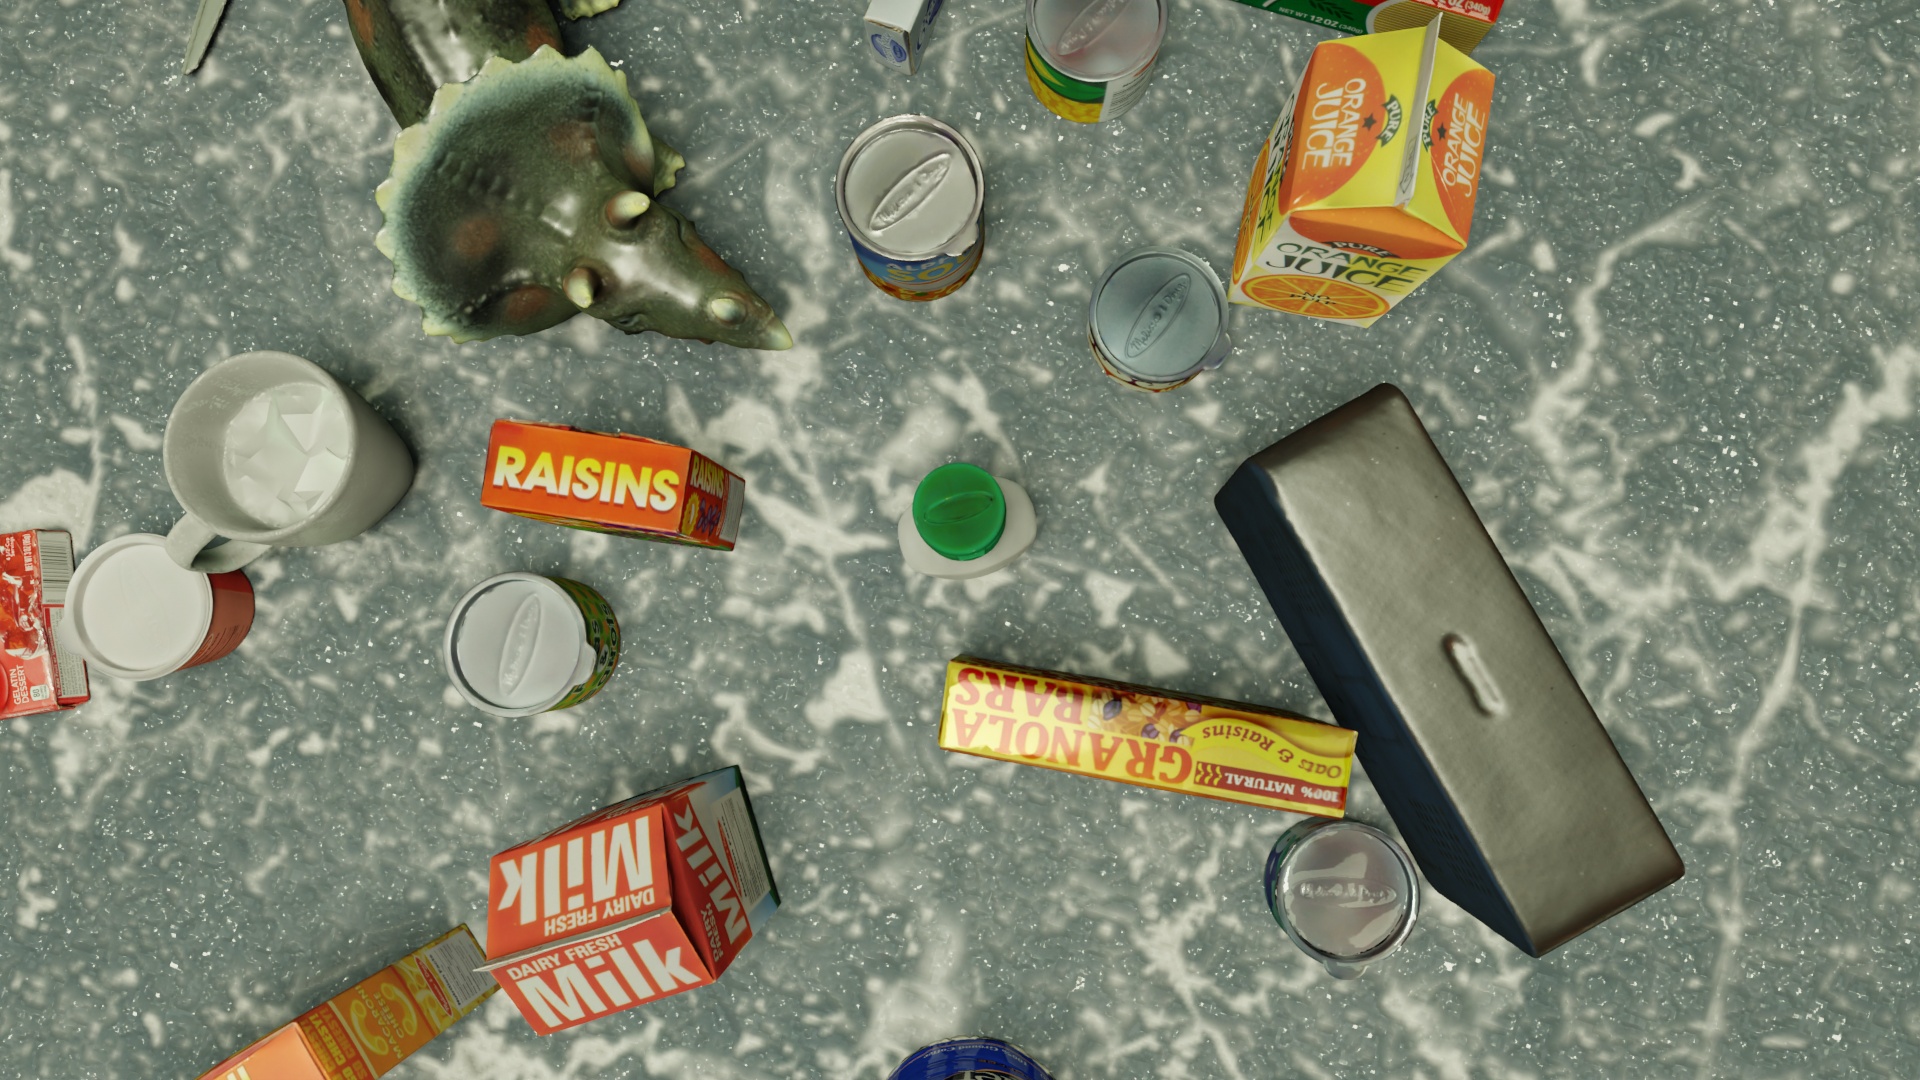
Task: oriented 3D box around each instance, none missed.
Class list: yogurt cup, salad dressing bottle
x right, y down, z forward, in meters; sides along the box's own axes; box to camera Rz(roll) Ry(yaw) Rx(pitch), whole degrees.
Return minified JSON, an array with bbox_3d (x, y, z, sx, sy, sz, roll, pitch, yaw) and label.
[{"bbox_3d":[-0.377,0.032,0.662,0.072,0.054,0.072,0,86,2],"label":"yogurt cup"},{"bbox_3d":[0.002,-0.008,0.608,0.064,0.147,0.044,-15,86,1],"label":"salad dressing bottle"}]

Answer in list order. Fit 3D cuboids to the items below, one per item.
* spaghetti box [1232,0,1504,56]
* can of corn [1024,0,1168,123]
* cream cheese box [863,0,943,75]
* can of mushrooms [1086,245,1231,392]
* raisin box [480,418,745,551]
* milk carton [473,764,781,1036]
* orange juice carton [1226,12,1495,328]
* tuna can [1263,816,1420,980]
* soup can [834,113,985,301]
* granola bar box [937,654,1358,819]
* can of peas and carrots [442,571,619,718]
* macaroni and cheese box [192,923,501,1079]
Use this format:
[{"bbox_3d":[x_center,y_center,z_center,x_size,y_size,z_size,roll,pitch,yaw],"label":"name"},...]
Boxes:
[{"bbox_3d":[0.135,-0.286,0.674,0.250,0.050,0.028,17,87,3],"label":"spaghetti box"},{"bbox_3d":[0.062,-0.244,0.669,0.071,0.058,0.071,0,86,2],"label":"can of corn"},{"bbox_3d":[-0.016,-0.286,0.677,0.024,0.053,0.104,21,87,3],"label":"cream cheese box"},{"bbox_3d":[0.096,-0.104,0.670,0.071,0.033,0.071,0,86,1],"label":"can of mushrooms"},{"bbox_3d":[-0.151,-0.023,0.625,0.086,0.123,0.040,9,87,2],"label":"raisin box"},{"bbox_3d":[-0.134,0.147,0.578,0.072,0.190,0.073,-18,86,0],"label":"milk carton"},{"bbox_3d":[0.169,-0.151,0.592,0.073,0.192,0.072,11,87,2],"label":"orange juice carton"},{"bbox_3d":[0.177,0.165,0.648,0.071,0.033,0.071,0,86,1],"label":"tuna can"},{"bbox_3d":[-0.020,-0.151,0.651,0.071,0.083,0.071,0,86,2],"label":"soup can"},{"bbox_3d":[0.075,0.083,0.611,0.166,0.124,0.039,10,87,2],"label":"granola bar box"},{"bbox_3d":[-0.197,0.049,0.653,0.071,0.058,0.071,0,86,2],"label":"can of peas and carrots"},{"bbox_3d":[-0.284,0.229,0.588,0.124,0.166,0.040,-34,86,-1],"label":"macaroni and cheese box"}]
